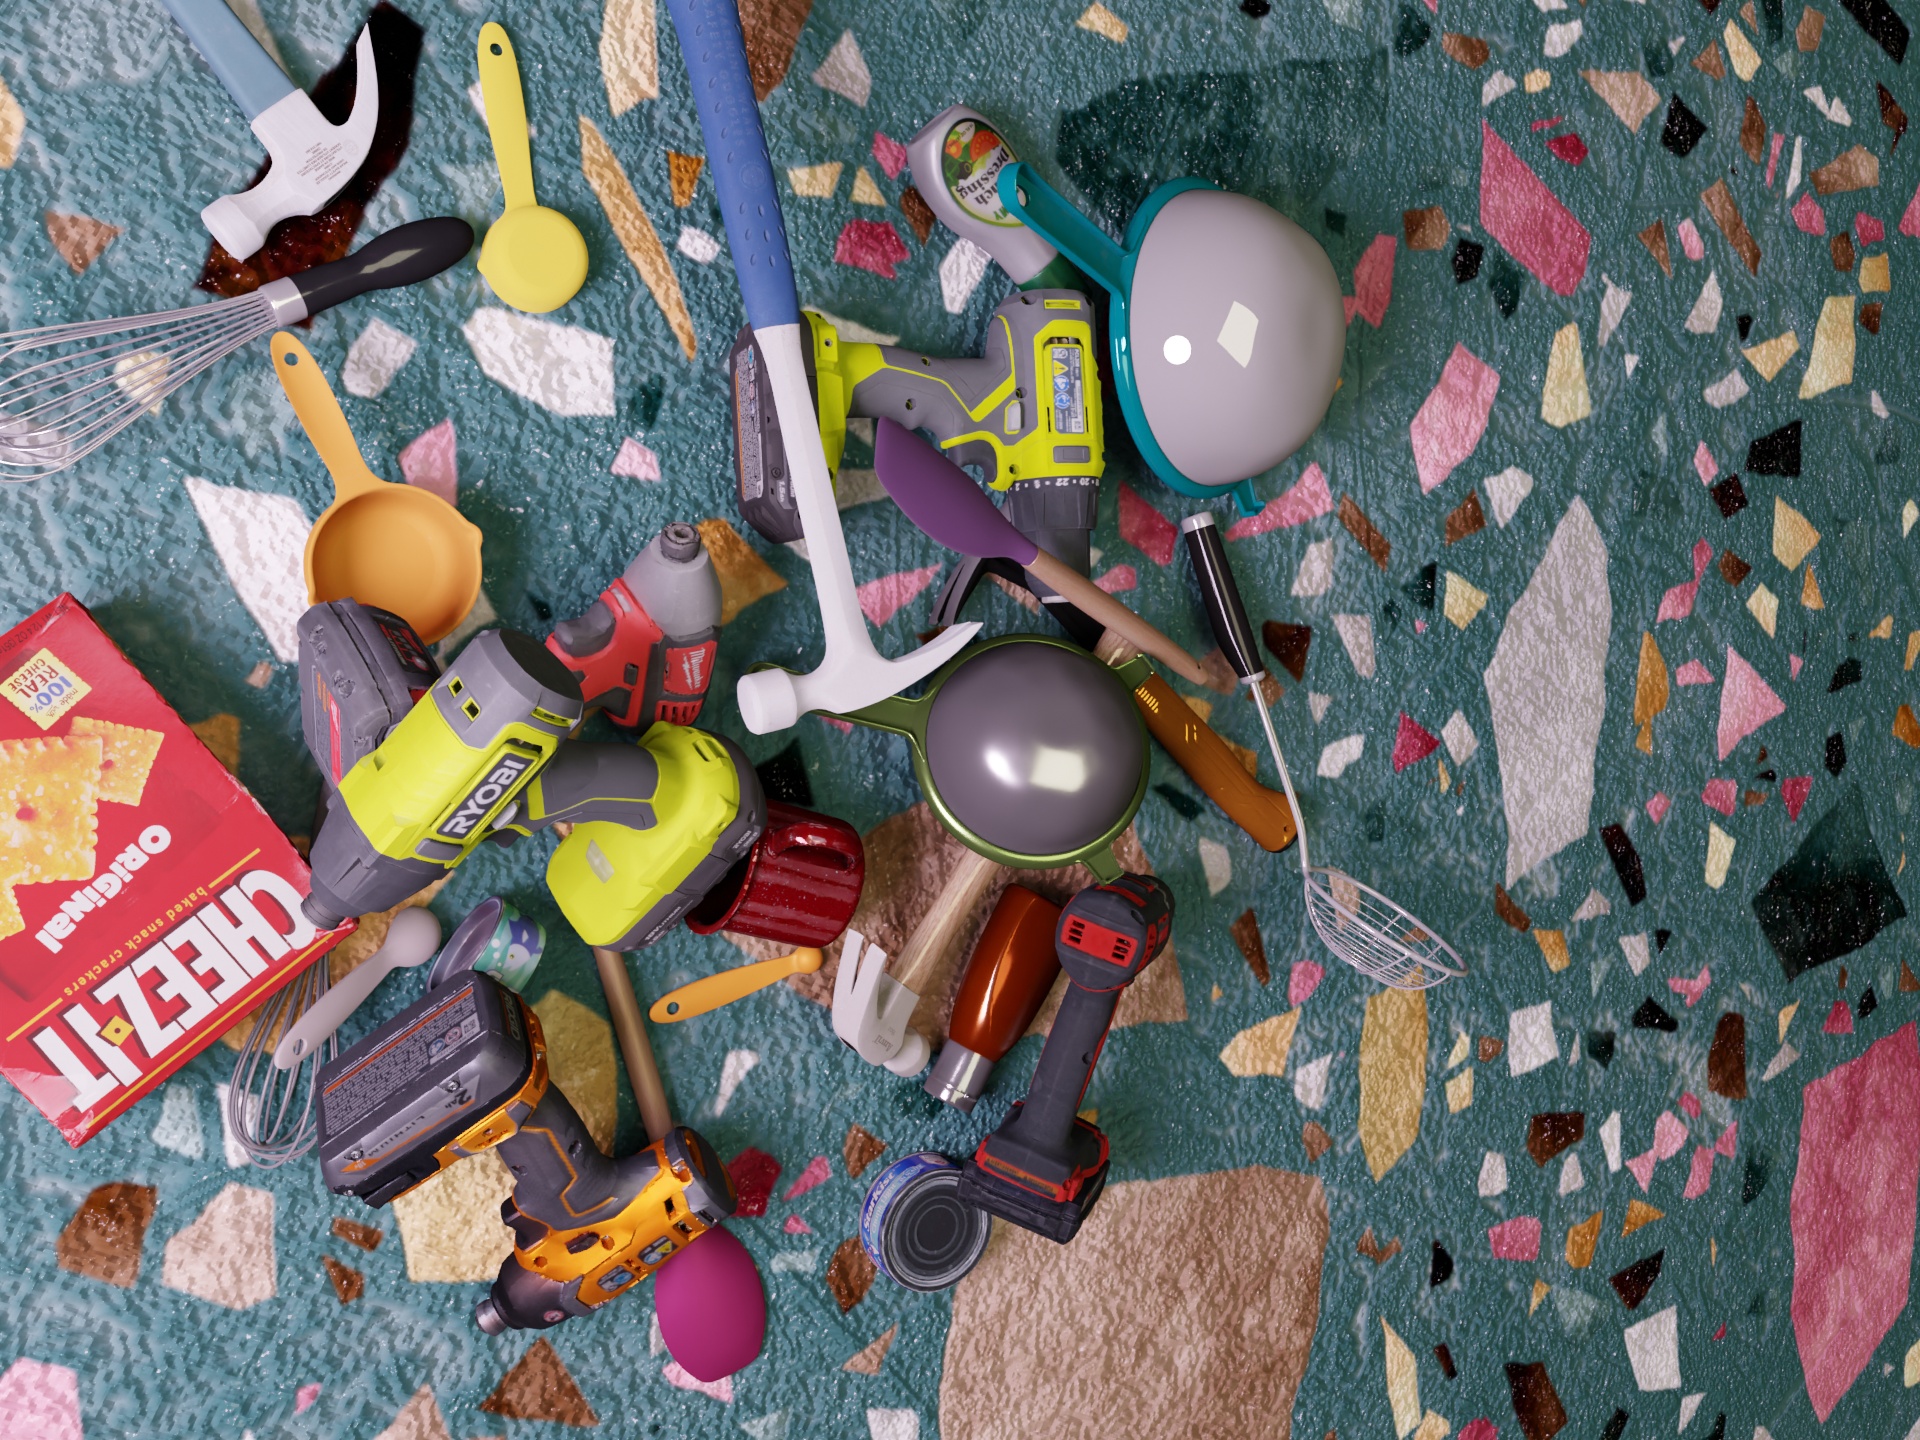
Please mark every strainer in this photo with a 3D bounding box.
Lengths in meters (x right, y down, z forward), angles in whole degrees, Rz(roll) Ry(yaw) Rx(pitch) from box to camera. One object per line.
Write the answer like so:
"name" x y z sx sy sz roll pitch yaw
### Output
"strainer" -0.002 -0.003 0.946 0.256 0.069 0.152 14 71 -7
"strainer" 0.154 -0.265 0.991 0.340 0.095 0.211 19 79 -51

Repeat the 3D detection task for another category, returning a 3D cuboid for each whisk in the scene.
"whisk" -0.347 0.121 0.857 0.055 0.055 0.239 13 85 -28
"whisk" -0.375 -0.201 0.807 0.284 0.070 0.070 -33 109 -27

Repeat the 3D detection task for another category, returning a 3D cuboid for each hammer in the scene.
"hammer" 0.025 0.070 1.012 0.331 0.031 0.129 -57 149 -10
"hammer" 0.125 -0.013 1.100 0.336 0.034 0.127 44 74 -24
"hammer" -0.093 -0.205 0.873 0.144 0.035 0.405 -15 97 -23
"hammer" -0.416 -0.402 0.777 0.128 0.033 0.330 -42 112 -17

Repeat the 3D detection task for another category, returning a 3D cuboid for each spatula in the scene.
"spatula" 0.057 -0.086 0.952 0.315 0.018 0.060 29 53 -42

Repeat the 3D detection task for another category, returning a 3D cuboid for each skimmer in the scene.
"skimmer" 0.252 0.018 1.111 0.090 0.127 0.363 -19 91 16

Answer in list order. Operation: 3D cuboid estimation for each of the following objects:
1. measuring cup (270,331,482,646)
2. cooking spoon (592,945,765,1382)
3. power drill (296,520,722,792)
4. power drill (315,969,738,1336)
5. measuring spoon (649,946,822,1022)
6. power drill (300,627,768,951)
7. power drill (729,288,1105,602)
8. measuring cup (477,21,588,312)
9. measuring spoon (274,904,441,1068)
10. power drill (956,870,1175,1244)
"measuring cup" -0.322 -0.120 0.844 0.095 0.052 0.173 -29 106 -23
"cooking spoon" -0.180 0.264 0.973 0.068 0.017 0.318 -19 104 -24
"power drill" -0.227 -0.030 0.844 0.219 0.079 0.143 -20 149 -33
"power drill" -0.247 0.253 0.875 0.164 0.084 0.226 -35 129 0
"measuring spoon" -0.138 0.165 0.990 0.117 0.011 0.021 -17 102 -26
"power drill" -0.216 0.052 0.823 0.171 0.080 0.223 -46 152 10
"power drill" -0.017 -0.164 0.969 0.228 0.080 0.190 -4 93 -22
"measuring cup" -0.243 -0.306 0.879 0.062 0.029 0.156 -13 103 -26
"measuring spoon" -0.318 0.144 0.852 0.124 0.018 0.034 -53 140 -50
"power drill" 0.084 0.206 1.046 0.080 0.188 0.226 19 96 15
